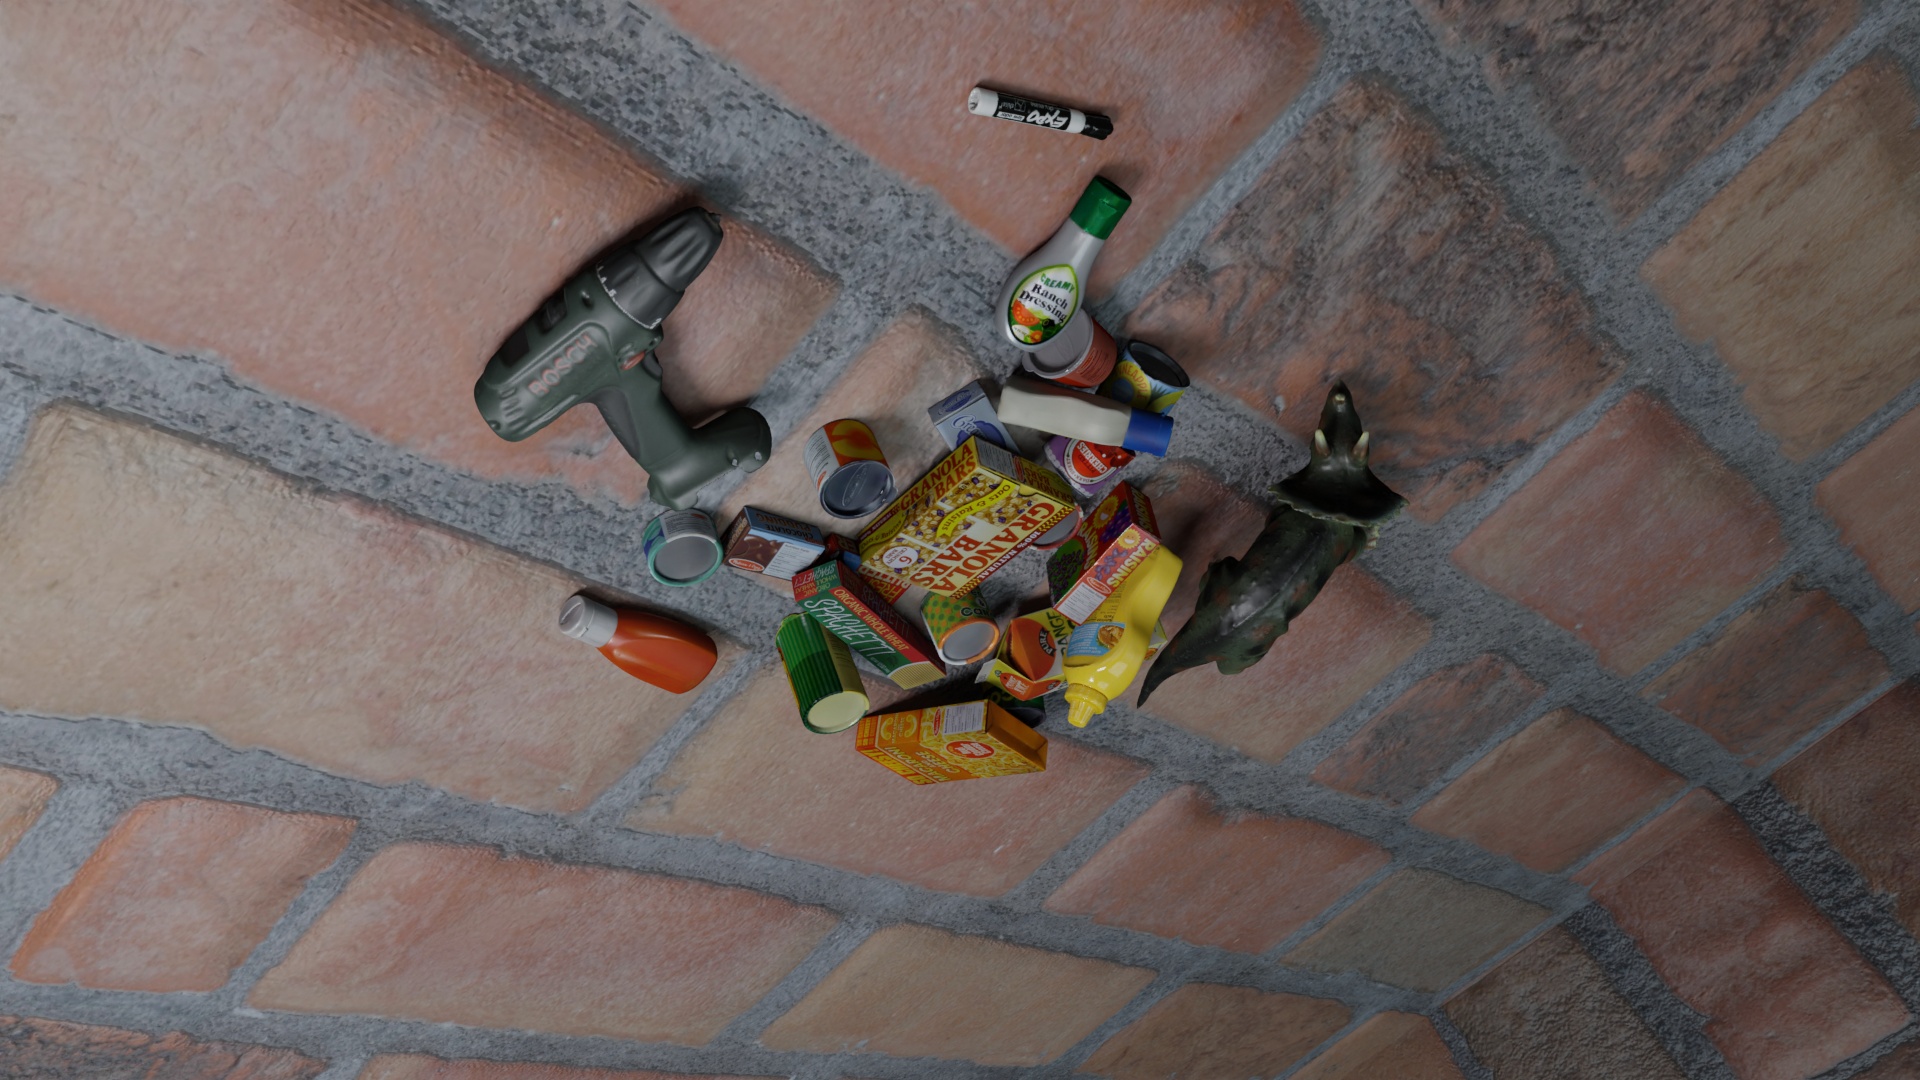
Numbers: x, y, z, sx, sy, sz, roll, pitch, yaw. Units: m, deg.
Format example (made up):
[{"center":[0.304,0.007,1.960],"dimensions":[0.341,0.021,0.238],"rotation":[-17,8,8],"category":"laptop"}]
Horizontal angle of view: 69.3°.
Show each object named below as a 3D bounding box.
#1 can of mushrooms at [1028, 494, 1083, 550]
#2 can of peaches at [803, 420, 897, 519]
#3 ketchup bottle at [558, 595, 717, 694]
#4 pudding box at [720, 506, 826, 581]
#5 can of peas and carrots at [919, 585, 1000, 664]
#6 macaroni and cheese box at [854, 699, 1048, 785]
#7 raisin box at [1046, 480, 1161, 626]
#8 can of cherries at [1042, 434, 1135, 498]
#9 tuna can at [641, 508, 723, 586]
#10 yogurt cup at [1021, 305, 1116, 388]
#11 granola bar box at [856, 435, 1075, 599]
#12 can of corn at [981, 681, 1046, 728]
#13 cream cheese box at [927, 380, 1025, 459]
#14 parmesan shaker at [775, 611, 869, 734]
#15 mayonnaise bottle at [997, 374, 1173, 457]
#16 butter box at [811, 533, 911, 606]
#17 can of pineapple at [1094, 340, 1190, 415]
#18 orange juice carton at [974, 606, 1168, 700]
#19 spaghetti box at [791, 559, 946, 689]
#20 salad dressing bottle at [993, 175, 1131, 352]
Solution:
[{"center":[0.084,-0.023,1.344],"dimensions":[0.071,0.033,0.070],"rotation":[-15,137,-14],"category":"can of mushrooms"},{"center":[-0.095,-0.061,1.194],"dimensions":[0.071,0.058,0.070],"rotation":[-15,137,-14],"category":"can of peaches"},{"center":[-0.294,0.092,1.261],"dimensions":[0.064,0.044,0.148],"rotation":[-42,136,16],"category":"ketchup bottle"},{"center":[-0.169,0.005,1.245],"dimensions":[0.084,0.030,0.049],"rotation":[16,125,-38],"category":"pudding box"},{"center":[0.001,0.080,1.388],"dimensions":[0.071,0.059,0.070],"rotation":[-15,138,-13],"category":"can of peas and carrots"},{"center":[-0.009,0.217,1.482],"dimensions":[0.166,0.040,0.123],"rotation":[-12,147,31],"category":"macaroni and cheese box"},{"center":[0.139,0.012,1.364],"dimensions":[0.040,0.086,0.123],"rotation":[32,115,-18],"category":"raisin box"},{"center":[0.118,-0.081,1.273],"dimensions":[0.058,0.072,0.071],"rotation":[-42,137,17],"category":"can of cherries"},{"center":[-0.242,0.008,1.209],"dimensions":[0.071,0.033,0.070],"rotation":[-14,137,-14],"category":"tuna can"},{"center":[0.097,-0.163,1.184],"dimensions":[0.072,0.072,0.054],"rotation":[-44,144,19],"category":"yogurt cup"},{"center":[0.005,-0.016,1.277],"dimensions":[0.124,0.039,0.165],"rotation":[22,132,-38],"category":"granola bar box"},{"center":[0.054,0.166,1.491],"dimensions":[0.071,0.058,0.070],"rotation":[-5,149,-3],"category":"can of corn"},{"center":[0.015,-0.093,1.243],"dimensions":[0.053,0.024,0.103],"rotation":[-31,139,4],"category":"cream cheese box"},{"center":[-0.135,0.126,1.331],"dimensions":[0.071,0.103,0.071],"rotation":[-14,137,-13],"category":"parmesan shaker"},{"center":[0.108,-0.106,1.199],"dimensions":[0.148,0.065,0.041],"rotation":[14,106,3],"category":"mayonnaise bottle"},{"center":[-0.095,0.031,1.314],"dimensions":[0.103,0.024,0.053],"rotation":[20,122,-40],"category":"butter box"},{"center":[0.161,-0.136,1.241],"dimensions":[0.071,0.071,0.057],"rotation":[10,127,-34],"category":"can of pineapple"},{"center":[0.108,0.110,1.444],"dimensions":[0.193,0.073,0.071],"rotation":[-16,162,-14],"category":"orange juice carton"},{"center":[-0.084,0.086,1.341],"dimensions":[0.050,0.029,0.249],"rotation":[-20,149,14],"category":"spaghetti box"},{"center":[0.083,-0.224,1.126],"dimensions":[0.064,0.044,0.147],"rotation":[27,115,-16],"category":"salad dressing bottle"}]
